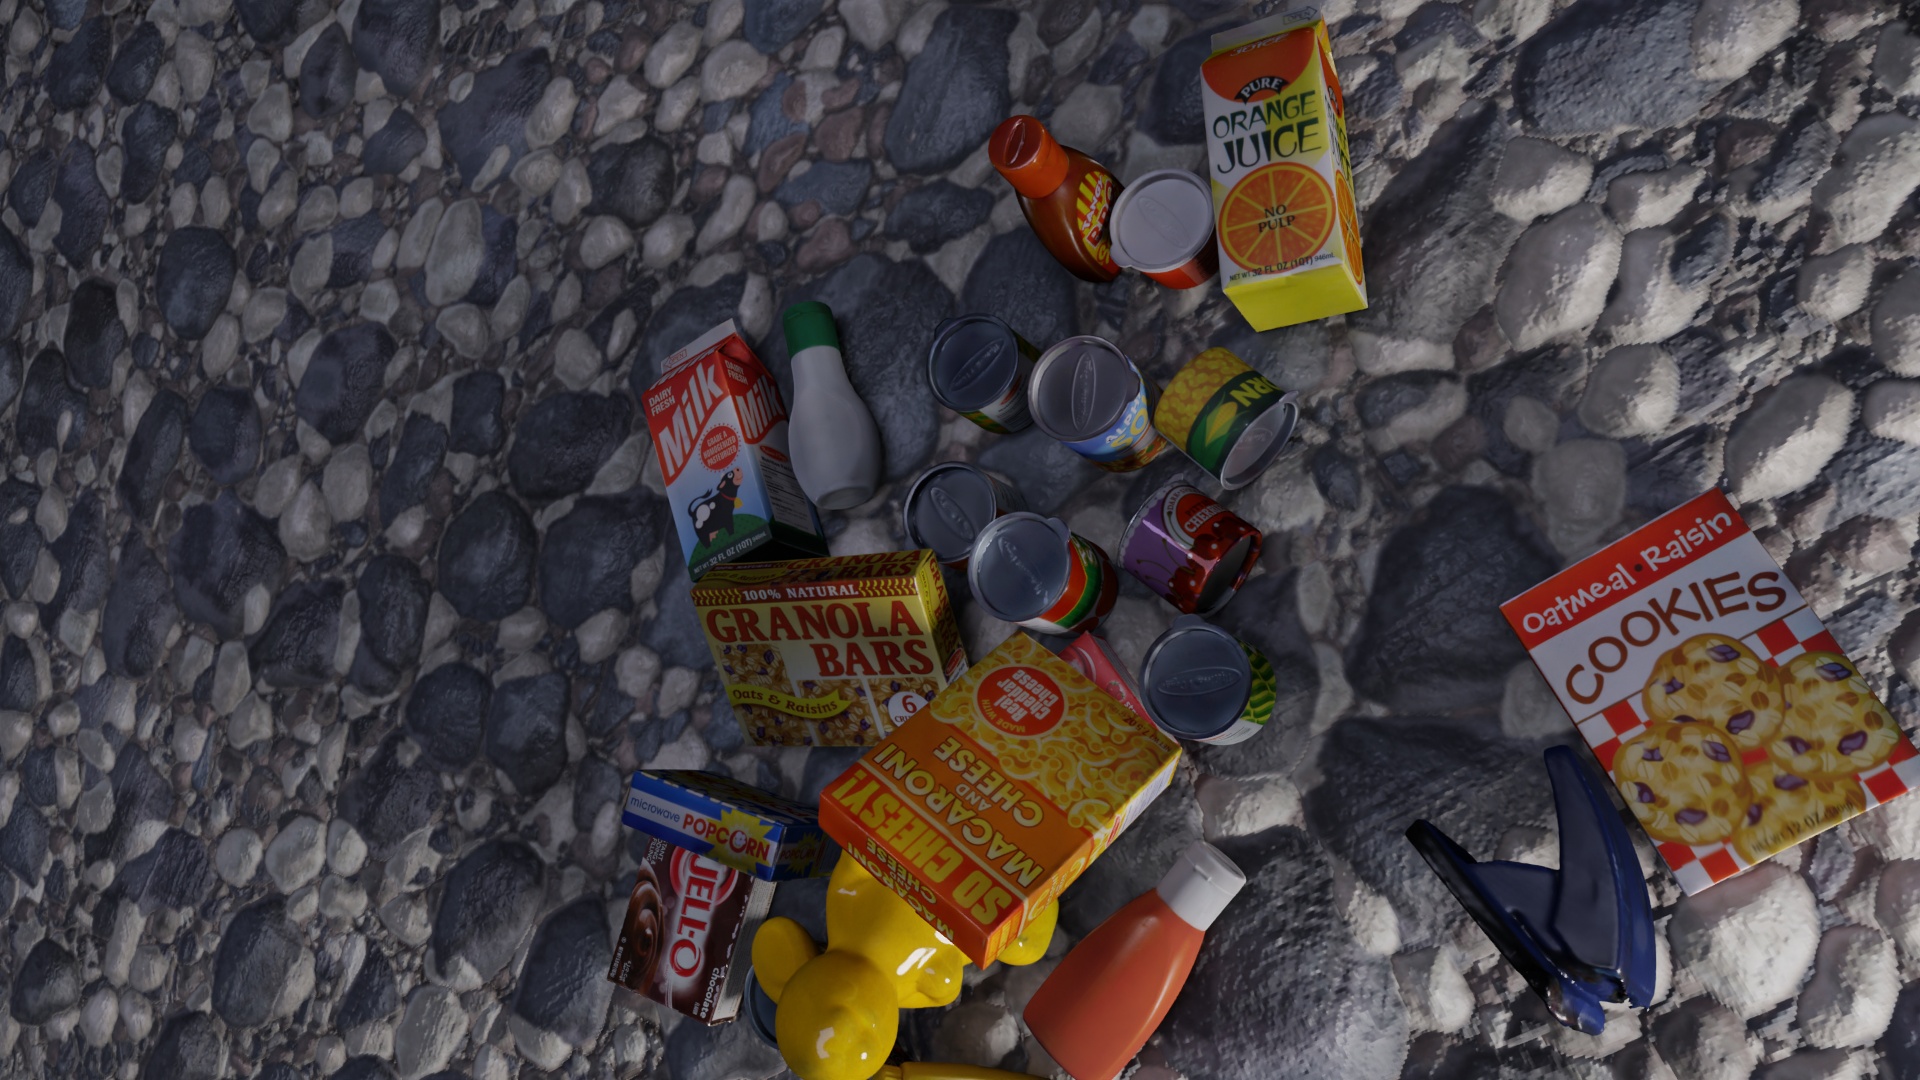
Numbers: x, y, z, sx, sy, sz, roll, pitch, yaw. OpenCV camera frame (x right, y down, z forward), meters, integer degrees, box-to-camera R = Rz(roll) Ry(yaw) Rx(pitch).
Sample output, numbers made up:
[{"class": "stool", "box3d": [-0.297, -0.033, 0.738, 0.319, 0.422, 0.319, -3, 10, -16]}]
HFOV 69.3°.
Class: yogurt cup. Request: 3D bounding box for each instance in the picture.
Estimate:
[{"class": "yogurt cup", "box3d": [0.134, -0.193, 0.874, 0.072, 0.054, 0.072, -6, 76, 25]}]

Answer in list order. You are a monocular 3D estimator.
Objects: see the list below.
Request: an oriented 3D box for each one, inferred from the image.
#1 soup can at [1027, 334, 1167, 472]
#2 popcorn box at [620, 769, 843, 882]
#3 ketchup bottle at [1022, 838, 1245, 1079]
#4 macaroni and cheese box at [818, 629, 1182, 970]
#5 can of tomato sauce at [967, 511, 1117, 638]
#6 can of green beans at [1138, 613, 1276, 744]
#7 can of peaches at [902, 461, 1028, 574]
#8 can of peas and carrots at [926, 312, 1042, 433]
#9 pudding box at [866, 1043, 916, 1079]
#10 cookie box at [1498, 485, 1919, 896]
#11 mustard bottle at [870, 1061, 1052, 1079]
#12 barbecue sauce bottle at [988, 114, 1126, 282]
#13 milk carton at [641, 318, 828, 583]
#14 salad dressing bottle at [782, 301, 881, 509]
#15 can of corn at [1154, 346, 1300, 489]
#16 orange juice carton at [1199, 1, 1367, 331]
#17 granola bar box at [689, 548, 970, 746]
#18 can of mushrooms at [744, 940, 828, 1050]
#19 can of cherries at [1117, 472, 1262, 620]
[{"class": "soup can", "box3d": [0.090, -0.082, 0.854, 0.071, 0.084, 0.071, -6, 77, 26]}, {"class": "popcorn box", "box3d": [-0.146, 0.185, 0.911, 0.127, 0.085, 0.038, 13, 86, 28]}, {"class": "ketchup bottle", "box3d": [0.103, 0.239, 0.797, 0.065, 0.043, 0.148, 42, 98, 27]}, {"class": "macaroni and cheese box", "box3d": [0.023, 0.137, 0.769, 0.124, 0.040, 0.167, 35, 51, 25]}, {"class": "can of tomato sauce", "box3d": [0.053, 0.021, 0.849, 0.071, 0.083, 0.071, -6, 76, 25]}, {"class": "can of green beans", "box3d": [0.144, 0.084, 0.804, 0.071, 0.058, 0.071, -6, 76, 26]}, {"class": "can of peaches", "box3d": [0.003, -0.011, 0.897, 0.071, 0.058, 0.071, -6, 77, 26]}, {"class": "can of peas and carrots", "box3d": [0.018, -0.110, 0.911, 0.071, 0.058, 0.071, -7, 75, 26]}, {"class": "pudding box", "box3d": [-0.042, 0.336, 0.844, 0.084, 0.049, 0.030, 34, 97, 29]}, {"class": "cookie box", "box3d": [0.374, 0.074, 0.701, 0.122, 0.040, 0.168, -33, 67, 16]}, {"class": "mustard bottle", "box3d": [-0.003, 0.327, 0.782, 0.160, 0.048, 0.065, 16, 81, -9]}, {"class": "barbecue sauce bottle", "box3d": [0.064, -0.214, 0.860, 0.044, 0.148, 0.065, 16, 86, 29]}, {"class": "milk carton", "box3d": [-0.165, -0.063, 0.984, 0.072, 0.073, 0.191, -27, 68, 20]}, {"class": "salad dressing bottle", "box3d": [-0.095, -0.096, 0.974, 0.064, 0.044, 0.148, -22, 68, 23]}, {"class": "can of corn", "box3d": [0.159, -0.075, 0.827, 0.058, 0.071, 0.071, 44, 99, 28]}, {"class": "orange juice carton", "box3d": [0.194, -0.233, 0.843, 0.072, 0.073, 0.193, -10, 74, 25]}, {"class": "granola bar box", "box3d": [-0.079, 0.072, 0.893, 0.165, 0.039, 0.123, -4, 115, 26]}, {"class": "can of mushrooms", "box3d": [-0.102, 0.290, 0.895, 0.071, 0.033, 0.071, -6, 76, 26]}, {"class": "can of cherries", "box3d": [0.136, 0.004, 0.819, 0.058, 0.071, 0.071, 38, 97, 28]}]
